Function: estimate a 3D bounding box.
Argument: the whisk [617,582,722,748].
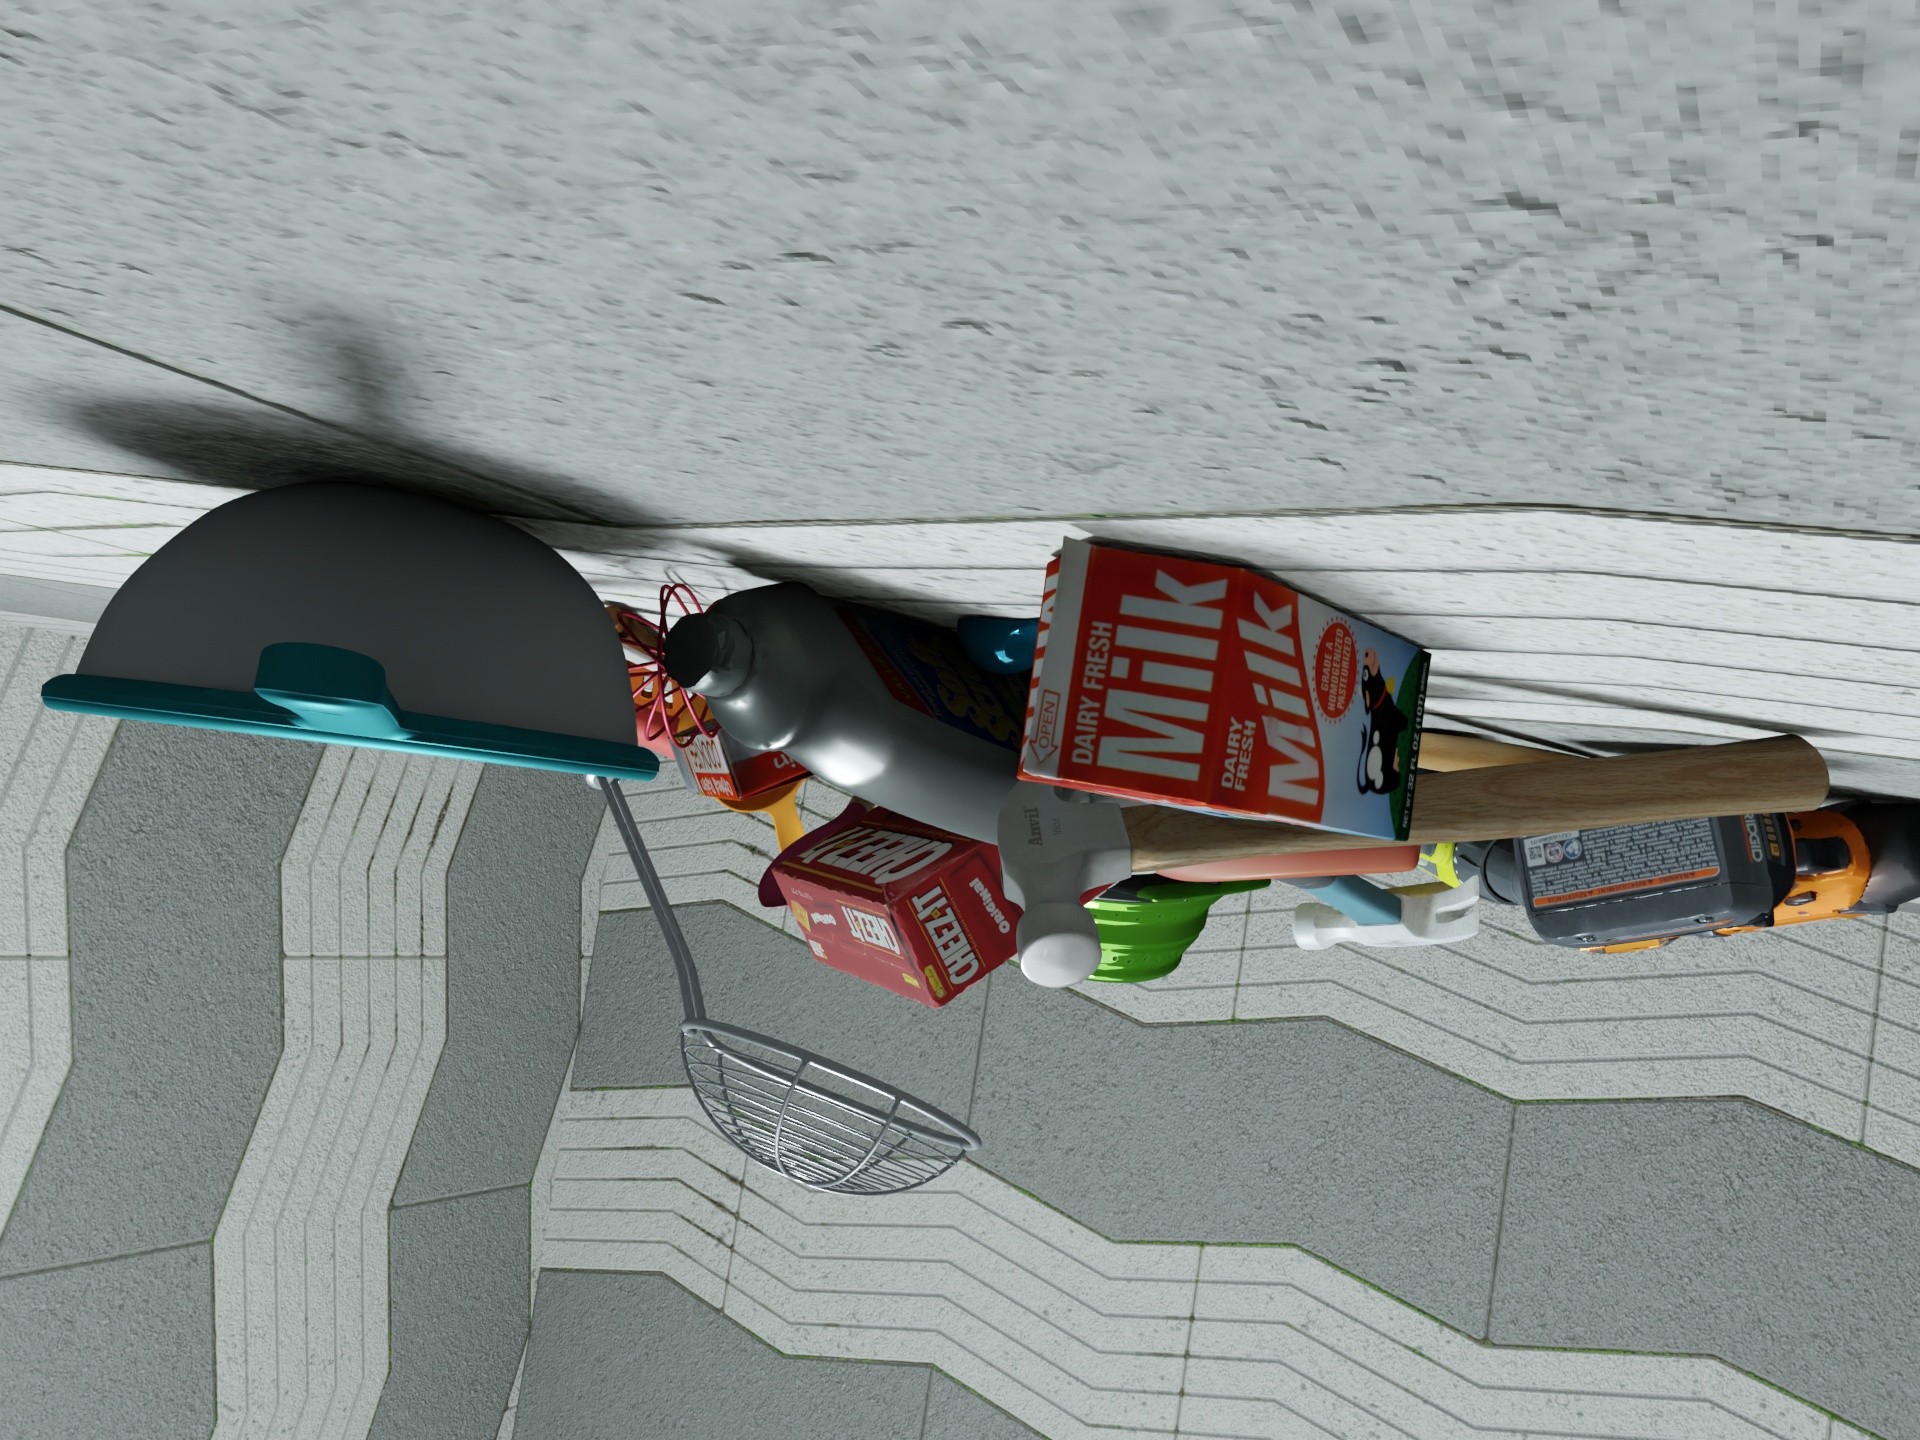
[{"bbox_3d":[-0.122,-0.027,0.795,0.073,0.073,0.296,9,-178,0],"label":"whisk"}]

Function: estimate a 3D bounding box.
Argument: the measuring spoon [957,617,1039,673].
[{"bbox_3d":[0.040,-0.029,0.645,0.042,0.021,0.129,11,177,-30],"label":"measuring spoon"}]

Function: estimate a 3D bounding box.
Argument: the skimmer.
[{"bbox_3d":[-0.113,0.054,0.705,0.090,0.364,0.127,-33,148,1],"label":"skimmer"}]

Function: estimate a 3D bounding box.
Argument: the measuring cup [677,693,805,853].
[{"bbox_3d":[-0.133,0.041,1.054,0.095,0.173,0.052,-33,-136,-24],"label":"measuring cup"}]

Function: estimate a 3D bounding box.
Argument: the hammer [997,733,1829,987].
[{"bbox_3d":[0.179,0.035,0.641,0.331,0.031,0.130,-6,-144,-2],"label":"hammer"}]

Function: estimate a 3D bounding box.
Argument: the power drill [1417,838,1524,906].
[{"bbox_3d":[0.266,0.071,1.037,0.228,0.080,0.191,10,-173,-8],"label":"power drill"}]

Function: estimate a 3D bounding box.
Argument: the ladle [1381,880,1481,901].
[{"bbox_3d":[0.426,0.117,1.104,0.320,0.078,0.062,-8,130,10],"label":"ladle"}]

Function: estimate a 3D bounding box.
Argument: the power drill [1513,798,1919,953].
[{"bbox_3d":[0.410,0.071,0.817,0.226,0.084,0.164,7,162,-39],"label":"power drill"}]

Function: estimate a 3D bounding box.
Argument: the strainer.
[{"bbox_3d":[-0.192,-0.038,0.524,0.211,0.095,0.340,8,175,-17],"label":"strainer"}]

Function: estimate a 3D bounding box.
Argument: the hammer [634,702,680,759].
[{"bbox_3d":[-0.270,-0.028,0.952,0.149,0.037,0.358,6,167,43],"label":"hammer"}]

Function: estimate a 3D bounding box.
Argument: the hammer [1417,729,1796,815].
[{"bbox_3d":[0.365,0.046,0.951,0.336,0.034,0.127,12,174,-38],"label":"hammer"}]

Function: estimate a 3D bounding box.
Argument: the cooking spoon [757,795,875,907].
[{"bbox_3d":[-0.062,0.052,1.074,0.069,0.017,0.319,-11,-162,18],"label":"cooking spoon"}]

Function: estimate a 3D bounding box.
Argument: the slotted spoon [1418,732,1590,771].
[{"bbox_3d":[0.235,0.015,0.778,0.313,0.031,0.070,7,146,-37],"label":"slotted spoon"}]

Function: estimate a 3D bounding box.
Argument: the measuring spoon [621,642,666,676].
[{"bbox_3d":[-0.202,-0.041,0.842,0.124,0.018,0.034,25,169,-13],"label":"measuring spoon"}]

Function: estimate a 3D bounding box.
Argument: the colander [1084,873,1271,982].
[{"bbox_3d":[0.064,0.109,1.196,0.204,0.094,0.397,-3,-166,-30],"label":"colander"}]

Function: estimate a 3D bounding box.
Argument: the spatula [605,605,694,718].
[{"bbox_3d":[-0.194,-0.033,0.986,0.081,0.041,0.322,11,175,-3],"label":"spatula"}]

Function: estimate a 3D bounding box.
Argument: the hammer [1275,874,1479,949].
[{"bbox_3d":[0.185,0.080,0.864,0.128,0.033,0.330,-8,158,34],"label":"hammer"}]
